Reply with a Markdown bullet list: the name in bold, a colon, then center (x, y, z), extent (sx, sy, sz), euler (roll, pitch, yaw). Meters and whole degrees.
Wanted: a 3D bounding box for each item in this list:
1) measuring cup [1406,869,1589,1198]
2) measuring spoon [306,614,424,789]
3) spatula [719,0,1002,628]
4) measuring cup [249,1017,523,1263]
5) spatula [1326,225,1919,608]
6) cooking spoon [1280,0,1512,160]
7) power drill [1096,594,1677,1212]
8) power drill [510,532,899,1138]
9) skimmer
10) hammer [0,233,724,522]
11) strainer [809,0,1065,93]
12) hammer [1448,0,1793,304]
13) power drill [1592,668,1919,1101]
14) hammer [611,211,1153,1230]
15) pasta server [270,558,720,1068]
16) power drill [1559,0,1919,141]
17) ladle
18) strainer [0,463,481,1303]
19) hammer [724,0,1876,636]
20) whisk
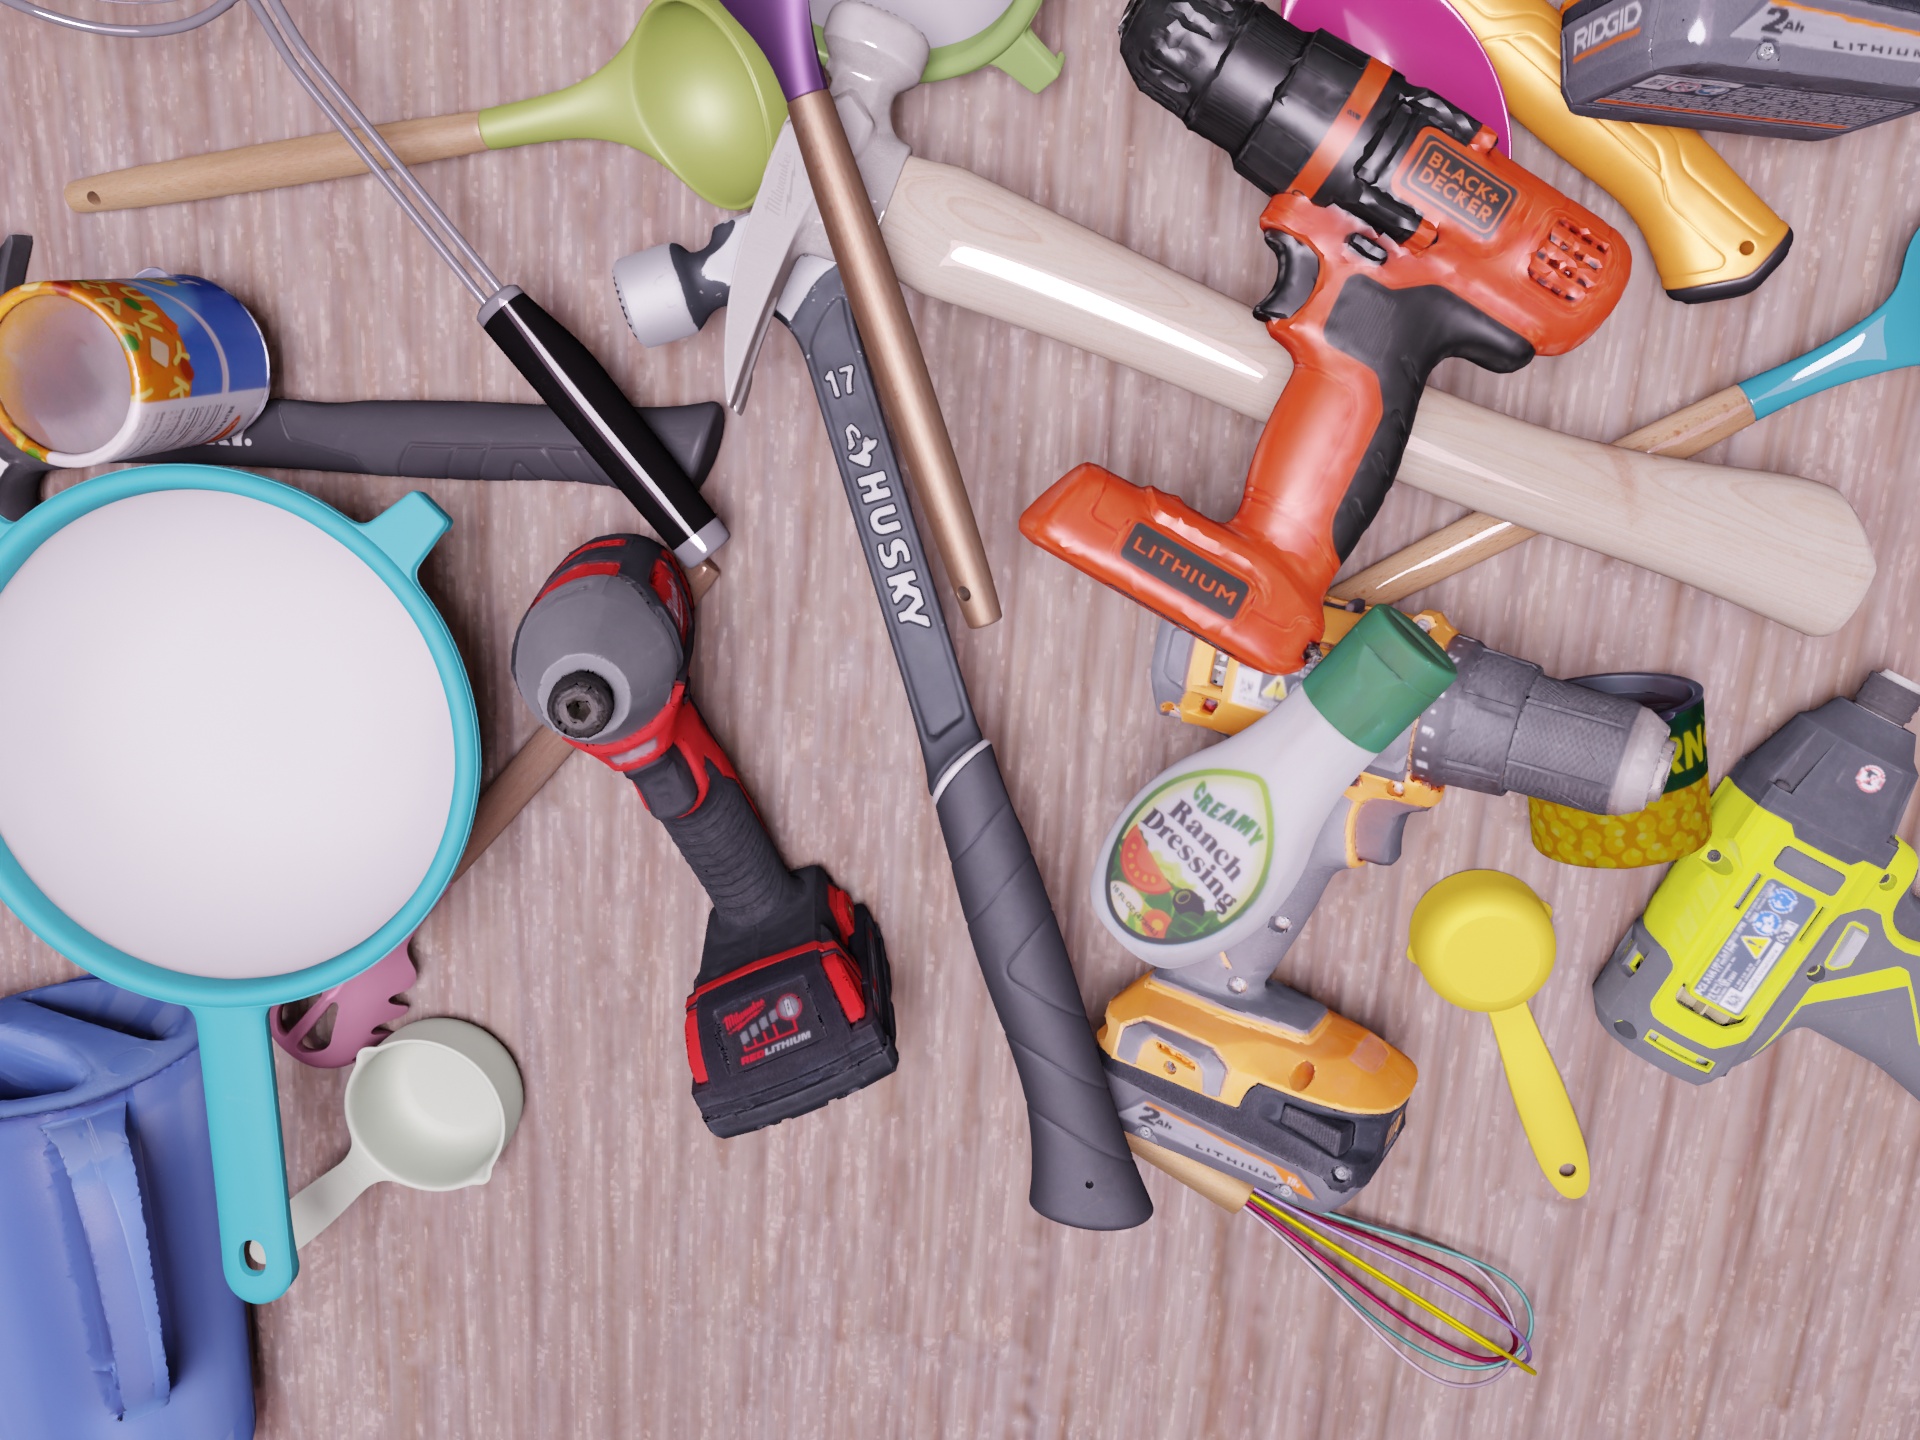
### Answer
- **measuring cup**: center (0.235, 0.137, 0.662), extent (0.062, 0.029, 0.156), euler (-21, 100, 13)
- **measuring spoon**: center (-0.264, -0.017, 0.695), extent (0.034, 0.018, 0.124), euler (-32, 98, 15)
- **spatula**: center (-0.043, -0.179, 0.525), extent (0.060, 0.018, 0.315), euler (-9, 106, 42)
- **measuring cup**: center (-0.272, 0.201, 0.746), extent (0.167, 0.038, 0.083), euler (-40, 97, 17)
- **spatula**: center (0.267, -0.106, 0.598), extent (0.317, 0.044, 0.082), euler (-27, 101, 18)
- **cooking spoon**: center (0.095, -0.303, 0.534), extent (0.069, 0.017, 0.318), euler (-28, 101, 16)
- **power drill**: center (0.150, 0.067, 0.605), extent (0.185, 0.084, 0.226), euler (17, 108, 26)
- **power drill**: center (-0.102, 0.042, 0.614), extent (0.078, 0.143, 0.219), euler (-22, 110, 2)
- **skimmer**: center (-0.226, -0.184, 0.567), extent (0.363, 0.090, 0.127), euler (51, 140, -12)
- **hammer**: center (-0.262, -0.123, 0.658), extent (0.335, 0.035, 0.146), euler (3, 106, 7)
- **strainer**: center (-0.076, -0.315, 0.567), extent (0.256, 0.151, 0.069), euler (15, 63, 21)
- **hammer**: center (0.166, -0.274, 0.559), extent (0.337, 0.034, 0.127), euler (40, 107, -4)
- **power drill**: center (0.386, 0.096, 0.609), extent (0.223, 0.080, 0.171), euler (27, 107, 3)
- **hammer**: center (-0.001, -0.002, 0.607), extent (0.149, 0.036, 0.409), euler (-18, 91, 1)
- **pasta server**: center (-0.210, 0.045, 0.702), extent (0.060, 0.040, 0.316), euler (42, 102, -5)
- **power drill**: center (0.277, -0.309, 0.499), extent (0.164, 0.084, 0.226), euler (1, 97, -11)
- **ladle**: center (-0.212, -0.221, 0.615), extent (0.320, 0.062, 0.078), euler (-4, 124, 12)
- **strainer**: center (-0.286, 0.064, 0.657), extent (0.211, 0.095, 0.340), euler (0, 102, 2)
- **hammer**: center (0.120, -0.110, 0.566), extent (0.410, 0.038, 0.146), euler (22, 95, 0)
- **whisk**: center (0.144, 0.216, 0.691), extent (0.245, 0.047, 0.051), euler (31, 108, 2)
